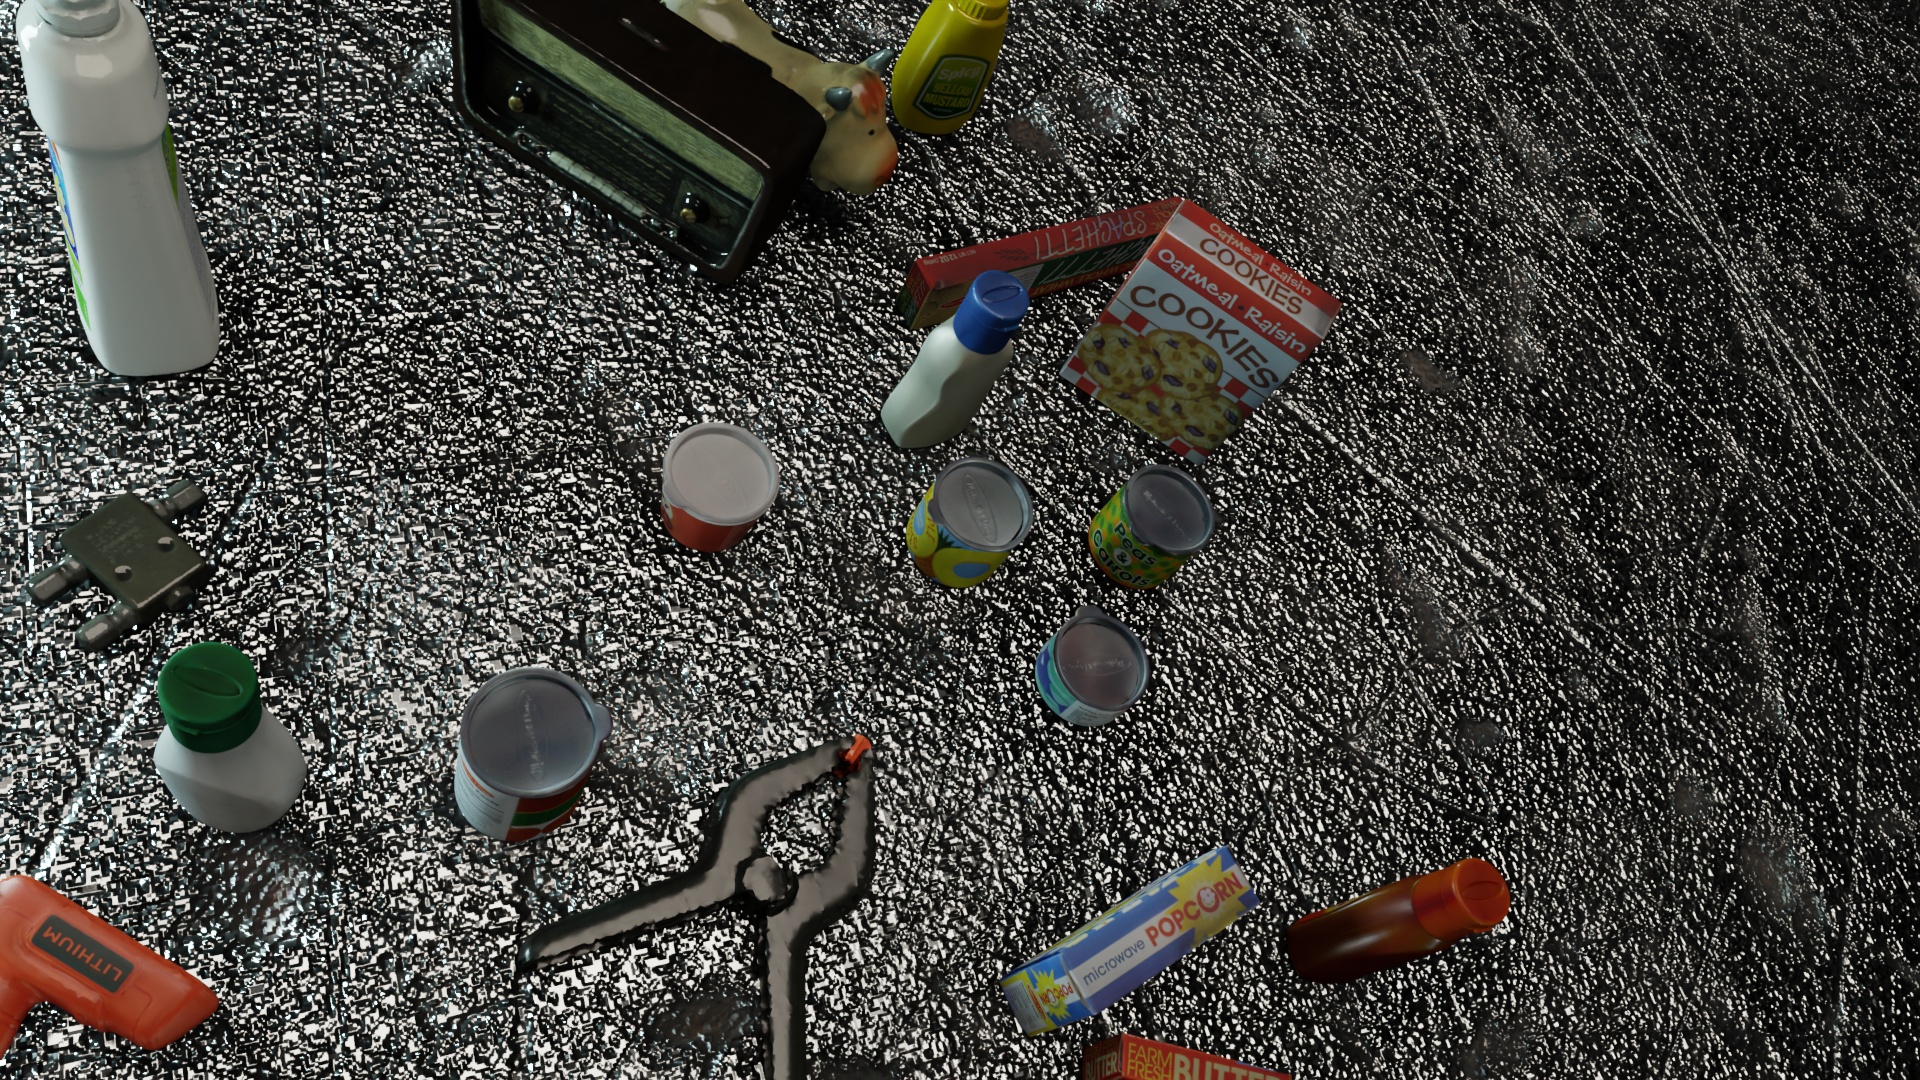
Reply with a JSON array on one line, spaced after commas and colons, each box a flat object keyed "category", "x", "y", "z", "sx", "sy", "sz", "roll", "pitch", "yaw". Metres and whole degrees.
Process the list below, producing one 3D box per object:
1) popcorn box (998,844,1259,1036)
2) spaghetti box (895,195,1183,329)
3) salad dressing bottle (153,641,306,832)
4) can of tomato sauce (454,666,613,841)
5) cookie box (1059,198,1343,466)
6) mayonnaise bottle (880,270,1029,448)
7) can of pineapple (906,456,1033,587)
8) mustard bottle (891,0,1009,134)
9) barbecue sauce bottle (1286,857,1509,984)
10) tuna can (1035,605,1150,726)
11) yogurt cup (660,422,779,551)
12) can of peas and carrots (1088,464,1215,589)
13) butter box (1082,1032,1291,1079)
[{"category": "popcorn box", "x": 0.093, "y": 0.222, "z": 0.767, "sx": 0.127, "sy": 0.084, "sz": 0.038, "roll": -23, "pitch": 74, "yaw": -31}, {"category": "spaghetti box", "x": 0.068, "y": -0.204, "z": 1.012, "sx": 0.251, "sy": 0.050, "sz": 0.029, "roll": -21, "pitch": 73, "yaw": -30}, {"category": "salad dressing bottle", "x": -0.332, "y": 0.090, "z": 0.626, "sx": 0.064, "sy": 0.147, "sz": 0.044, "roll": 23, "pitch": 57, "yaw": -10}, {"category": "can of tomato sauce", "x": -0.218, "y": 0.109, "z": 0.702, "sx": 0.071, "sy": 0.082, "sz": 0.071, "roll": 10, "pitch": 60, "yaw": -17}, {"category": "cookie box", "x": 0.158, "y": -0.136, "z": 0.941, "sx": 0.123, "sy": 0.166, "sz": 0.040, "roll": 33, "pitch": 56, "yaw": -3}, {"category": "mayonnaise bottle", "x": 0.000, "y": -0.112, "z": 0.874, "sx": 0.065, "sy": 0.147, "sz": 0.041, "roll": -20, "pitch": 73, "yaw": -30}, {"category": "can of pineapple", "x": 0.003, "y": -0.011, "z": 0.874, "sx": 0.071, "sy": 0.057, "sz": 0.071, "roll": 10, "pitch": 60, "yaw": -17}, {"category": "mustard bottle", "x": -0.001, "y": -0.363, "z": 1.004, "sx": 0.065, "sy": 0.159, "sz": 0.049, "roll": -2, "pitch": 64, "yaw": -24}, {"category": "barbecue sauce bottle", "x": 0.252, "y": 0.219, "z": 0.796, "sx": 0.065, "sy": 0.147, "sz": 0.044, "roll": 0, "pitch": 64, "yaw": -23}, {"category": "tuna can", "x": 0.082, "y": 0.079, "z": 0.872, "sx": 0.071, "sy": 0.032, "sz": 0.071, "roll": 10, "pitch": 60, "yaw": -17}, {"category": "yogurt cup", "x": -0.146, "y": -0.029, "z": 0.825, "sx": 0.072, "sy": 0.053, "sz": 0.073, "roll": 10, "pitch": 60, "yaw": -17}, {"category": "can of peas and carrots", "x": 0.125, "y": -0.007, "z": 0.922, "sx": 0.071, "sy": 0.058, "sz": 0.071, "roll": 10, "pitch": 60, "yaw": -17}, {"category": "butter box", "x": 0.123, "y": 0.295, "z": 0.758, "sx": 0.103, "sy": 0.053, "sz": 0.024, "roll": 18, "pitch": 58, "yaw": -13}]
